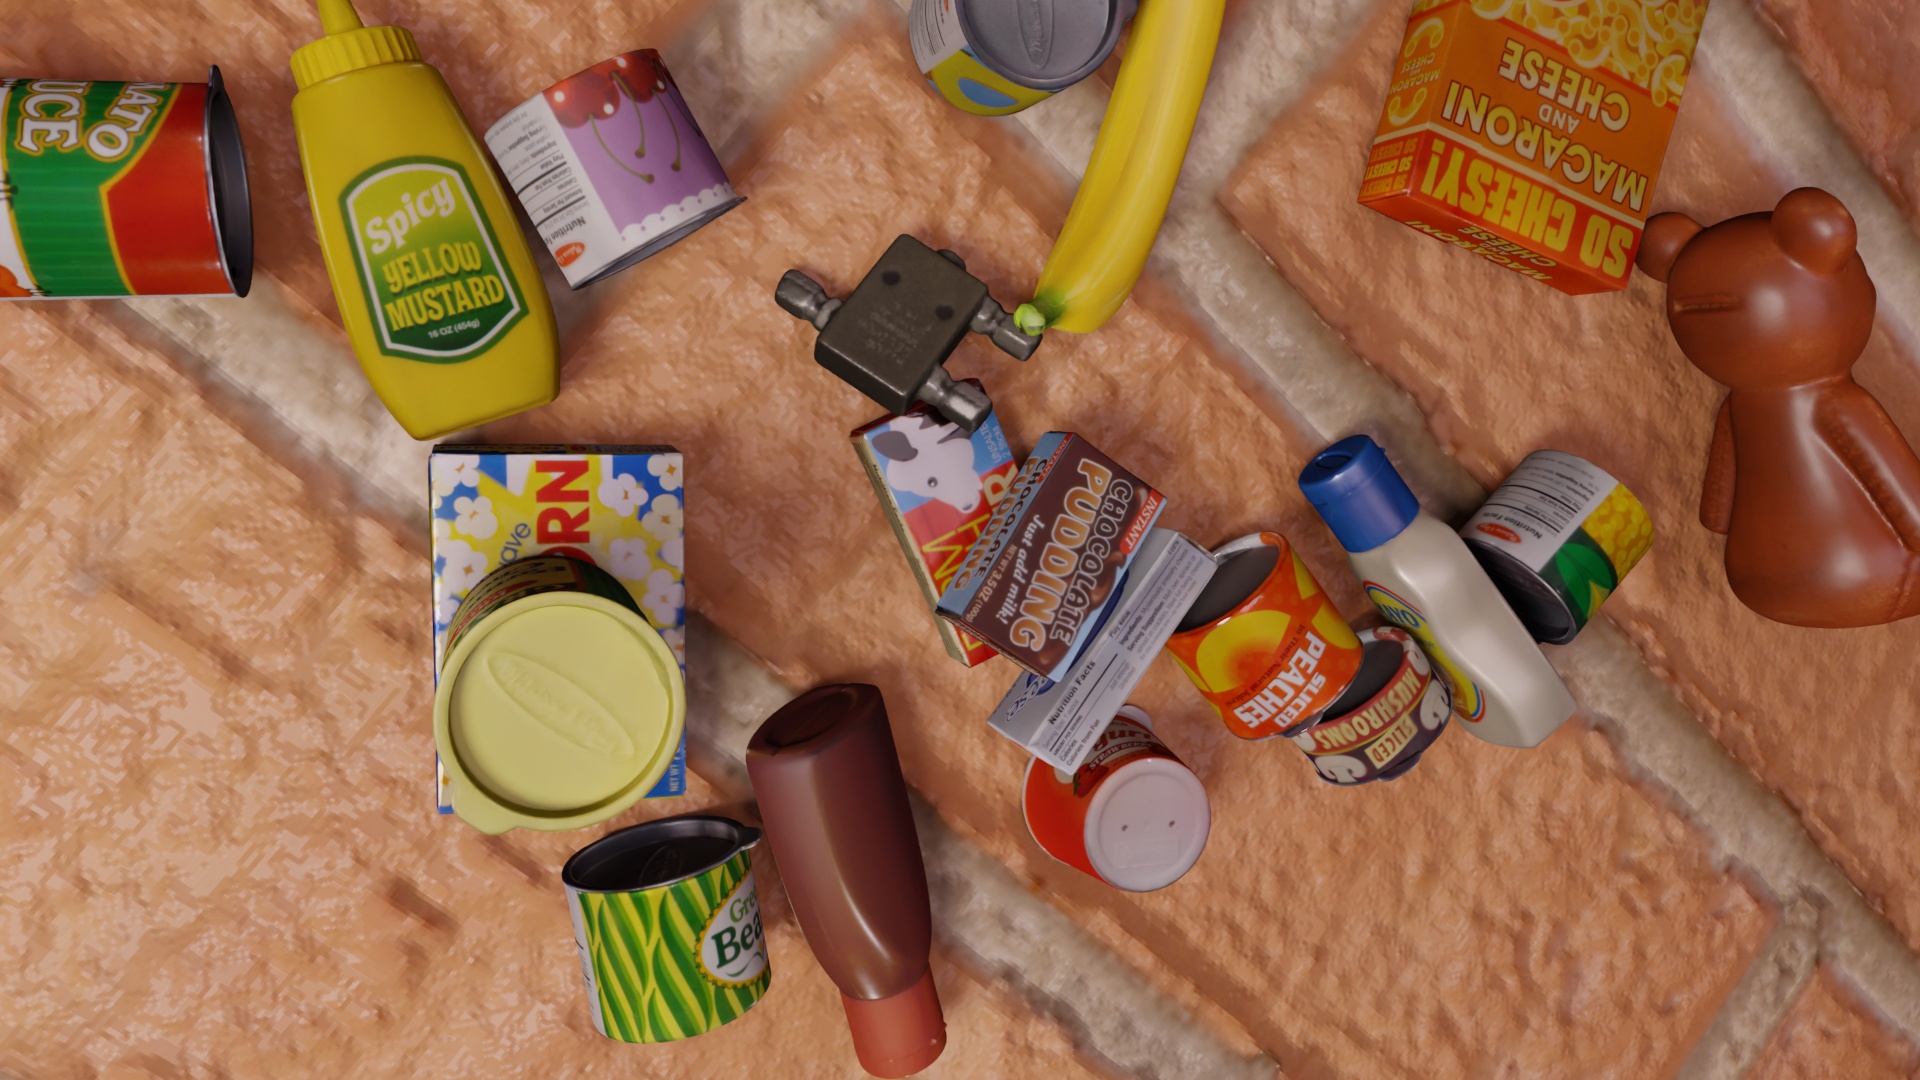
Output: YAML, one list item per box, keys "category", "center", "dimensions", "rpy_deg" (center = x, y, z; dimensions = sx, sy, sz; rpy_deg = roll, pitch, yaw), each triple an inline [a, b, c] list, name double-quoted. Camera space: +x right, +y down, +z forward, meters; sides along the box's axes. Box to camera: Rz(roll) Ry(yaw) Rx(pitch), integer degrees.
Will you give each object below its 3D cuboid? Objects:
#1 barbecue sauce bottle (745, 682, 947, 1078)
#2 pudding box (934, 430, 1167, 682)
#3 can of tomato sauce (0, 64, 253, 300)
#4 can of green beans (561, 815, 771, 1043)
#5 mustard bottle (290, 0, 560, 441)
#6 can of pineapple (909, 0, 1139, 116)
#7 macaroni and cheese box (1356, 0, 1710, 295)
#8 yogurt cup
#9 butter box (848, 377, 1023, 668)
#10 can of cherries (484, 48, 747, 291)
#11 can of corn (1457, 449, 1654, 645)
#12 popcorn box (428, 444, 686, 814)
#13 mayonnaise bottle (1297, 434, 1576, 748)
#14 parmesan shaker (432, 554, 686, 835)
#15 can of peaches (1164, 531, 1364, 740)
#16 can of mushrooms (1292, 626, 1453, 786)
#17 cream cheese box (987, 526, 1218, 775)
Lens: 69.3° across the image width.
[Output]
- category: "barbecue sauce bottle"
  center: [-0.038, 0.133, 0.529]
  dimensions: [0.043, 0.065, 0.148]
  rpy_deg: [-5, 108, 26]
- category: "pudding box"
  center: [0.035, 0.006, 0.527]
  dimensions: [0.049, 0.030, 0.084]
  rpy_deg: [35, 82, -20]
- category: "can of tomato sauce"
  center: [-0.267, -0.108, 0.422]
  dimensions: [0.083, 0.071, 0.071]
  rpy_deg: [-4, 97, -17]
- category: "can of green beans"
  center: [-0.105, 0.139, 0.501]
  dimensions: [0.071, 0.071, 0.057]
  rpy_deg: [-12, 100, -17]
- category: "mustard bottle"
  center: [-0.184, -0.115, 0.459]
  dimensions: [0.065, 0.049, 0.160]
  rpy_deg: [-22, 102, -17]
- category: "can of pineapple"
  center: [0.021, -0.195, 0.516]
  dimensions: [0.071, 0.058, 0.071]
  rpy_deg: [-2, 96, -18]
- category: "macaroni and cheese box"
  center: [0.253, -0.205, 0.602]
  dimensions: [0.124, 0.040, 0.166]
  rpy_deg: [17, 89, -19]
- category: "yogurt cup"
  center: [0.065, 0.107, 0.562]
  dimensions: [0.072, 0.054, 0.072]
  rpy_deg: [-2, 97, -18]
- category: "butter box"
  center: [0.002, -0.007, 0.545]
  dimensions: [0.053, 0.024, 0.103]
  rpy_deg: [-27, 103, -14]
- category: "can of cherries"
  center: [-0.116, -0.127, 0.474]
  dimensions: [0.071, 0.071, 0.058]
  rpy_deg: [-32, 103, -13]
- category: "can of corn"
  center: [0.259, 0.004, 0.612]
  dimensions: [0.058, 0.071, 0.071]
  rpy_deg: [-46, 107, -9]
- category: "popcorn box"
  center: [-0.142, 0.030, 0.493]
  dimensions: [0.085, 0.038, 0.126]
  rpy_deg: [-1, 96, -18]
- category: "mayonnaise bottle"
  center: [0.201, 0.022, 0.597]
  dimensions: [0.041, 0.065, 0.148]
  rpy_deg: [-41, 102, -7]
- category: "parmesan shaker"
  center: [-0.126, 0.044, 0.424]
  dimensions: [0.071, 0.103, 0.071]
  rpy_deg: [-2, 96, -19]
- category: "can of peaches"
  center: [0.121, 0.039, 0.565]
  dimensions: [0.071, 0.071, 0.058]
  rpy_deg: [-41, 105, -10]
- category: "can of mushrooms"
  center: [0.170, 0.070, 0.585]
  dimensions: [0.071, 0.071, 0.033]
  rpy_deg: [-40, 104, -11]
- category: "cream cheese box"
  center: [0.056, 0.041, 0.553]
  dimensions: [0.024, 0.053, 0.104]
  rpy_deg: [38, 83, -16]
